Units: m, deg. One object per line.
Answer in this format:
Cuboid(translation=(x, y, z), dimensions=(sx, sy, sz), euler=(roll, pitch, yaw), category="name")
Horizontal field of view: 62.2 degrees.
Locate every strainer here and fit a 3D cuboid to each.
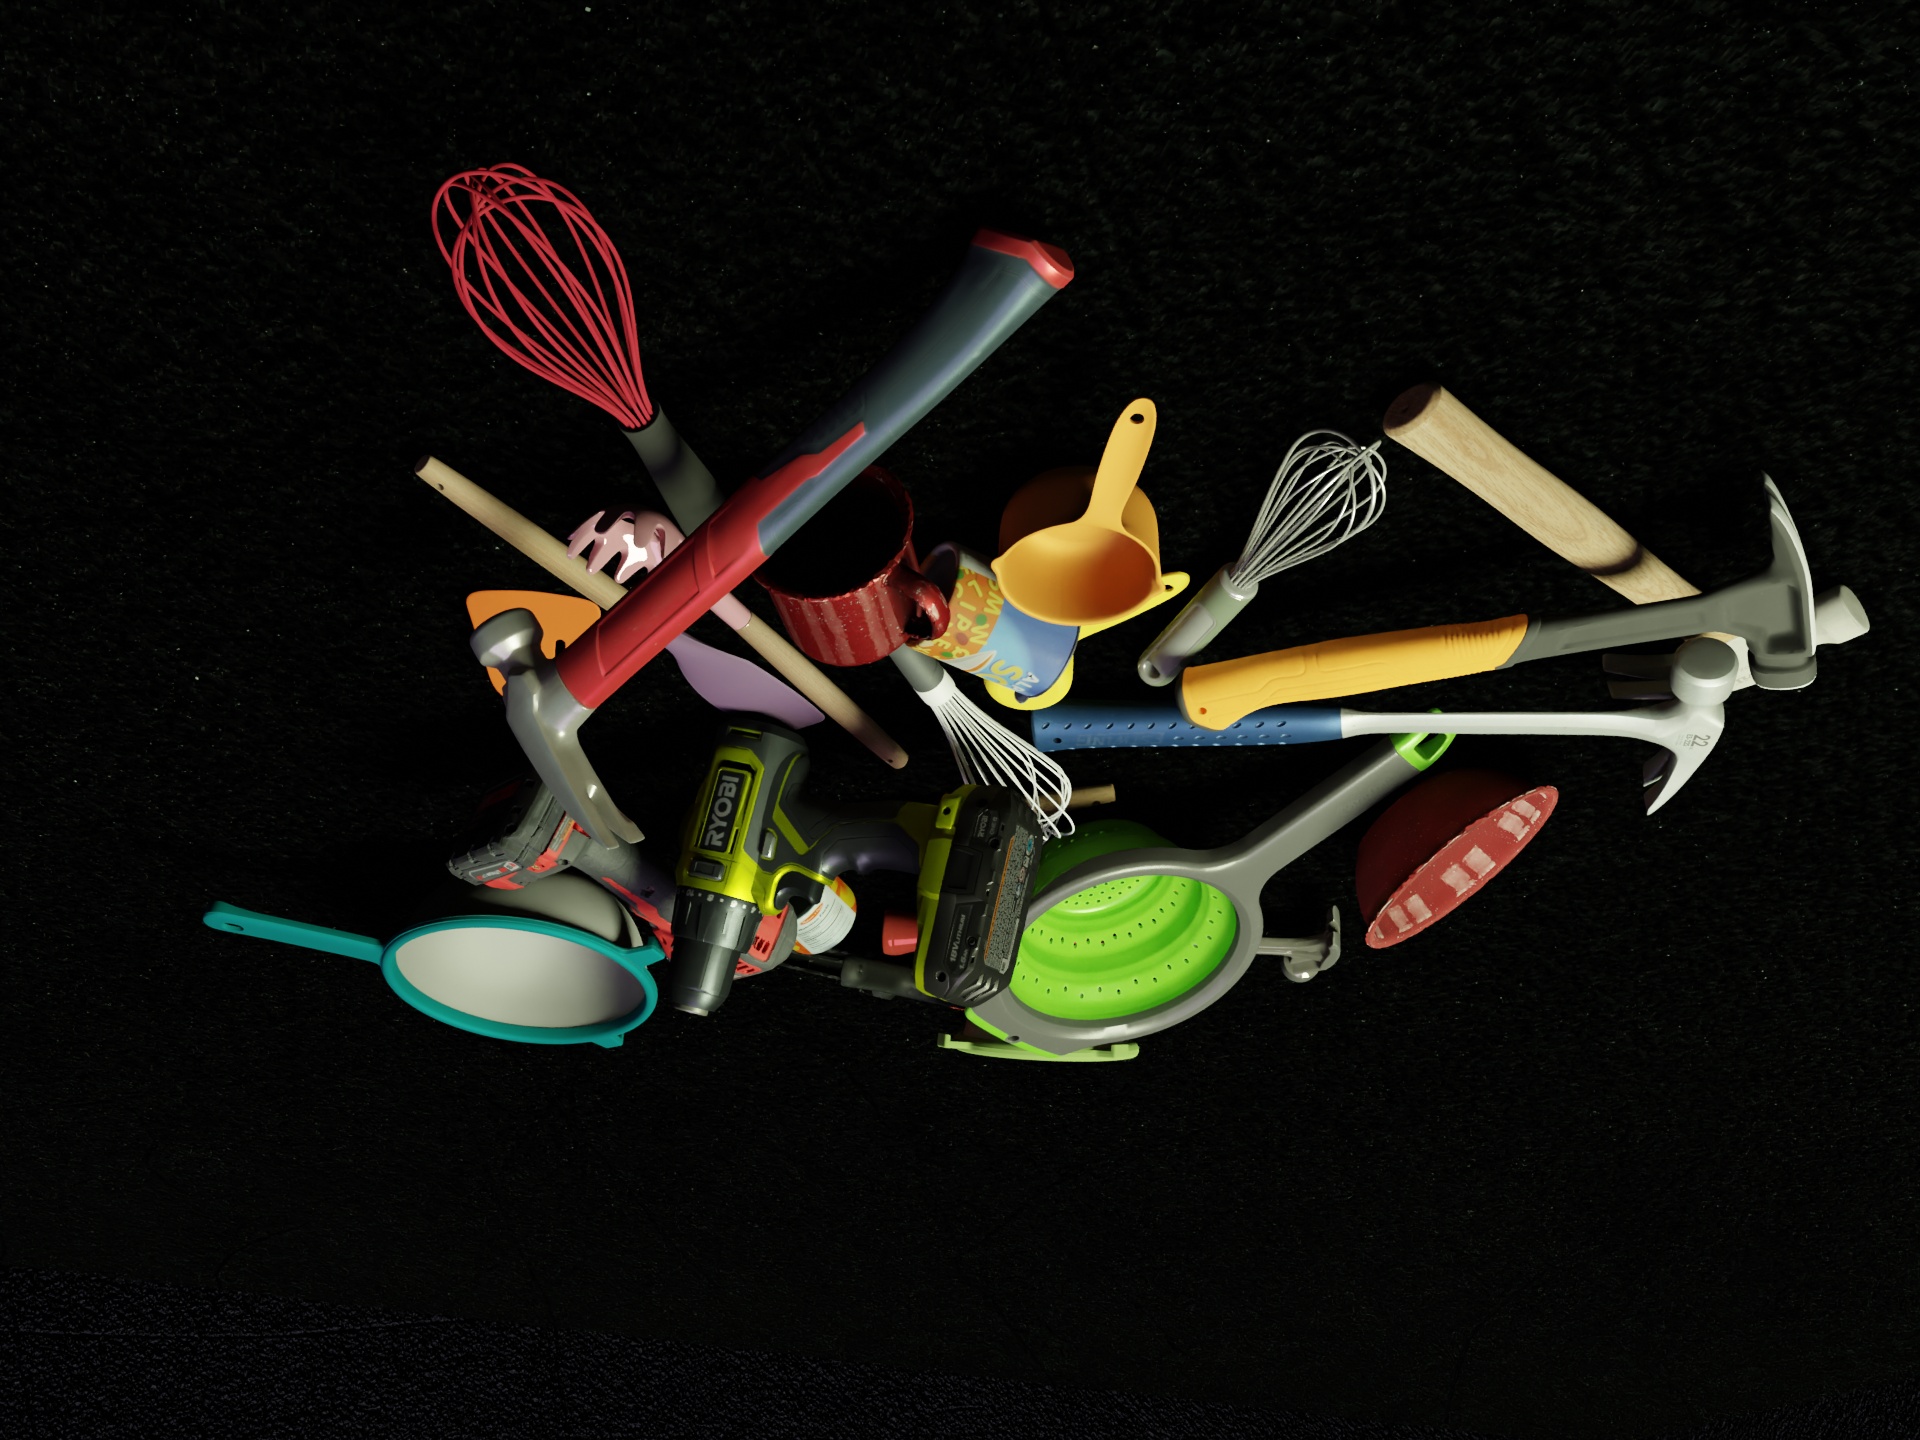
Cuboid(translation=(0.083, 0.241, 1.340), dimensions=(0.151, 0.069, 0.256), euler=(1, 175, 14), category="strainer")
Cuboid(translation=(-0.401, 0.156, 1.246), dimensions=(0.340, 0.095, 0.211), euler=(15, 143, -14), category="strainer")

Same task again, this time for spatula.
Cuboid(translation=(-0.199, -0.066, 0.960), dimensions=(0.060, 0.018, 0.315), euler=(-17, 143, 32), category="spatula")
Cuboid(translation=(-0.273, 0.017, 1.090), dimensions=(0.081, 0.041, 0.322), euler=(4, 151, -4), category="spatula")

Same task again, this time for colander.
Cuboid(translation=(0.167, 0.091, 1.126), dimensions=(0.397, 0.095, 0.204), euler=(-39, 130, 22), category="colander")

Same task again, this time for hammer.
Cuboid(translation=(0.278, -0.045, 0.873), dimensions=(0.337, 0.034, 0.127), euler=(-10, 132, 25), category="hammer")
Cuboid(translation=(0.116, 0.173, 1.265), dimensions=(0.359, 0.037, 0.149), euler=(2, 160, 5), category="hammer")
Cuboid(translation=(-0.089, -0.089, 0.782), dimensions=(0.386, 0.143, 0.038), euler=(-37, 170, 25), category="hammer")
Cuboid(translation=(0.246, 0.005, 0.980), dimensions=(0.405, 0.035, 0.143), euler=(0, 146, 15), category="hammer")
Cuboid(translation=(0.348, -0.092, 0.866), dimensions=(0.331, 0.031, 0.130), euler=(25, 140, -30), category="hammer")

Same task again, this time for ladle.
Cuboid(translation=(-0.049, 0.069, 1.144), dimensions=(0.320, 0.062, 0.078), euler=(-10, 145, 8), category="ladle")

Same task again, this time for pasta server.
Cuboid(translation=(-0.120, -0.041, 0.974), dimensions=(0.060, 0.040, 0.315), euler=(-4, 149, 32), category="pasta server")

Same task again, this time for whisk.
Cuboid(translation=(-0.167, -0.162, 0.781), dimensions=(0.073, 0.073, 0.295), euler=(-6, 152, 13), category="whisk")
Cuboid(translation=(-0.001, -0.004, 1.010), dimensions=(0.070, 0.070, 0.284), euler=(-14, 138, 24), category="whisk")
Cuboid(translation=(0.159, -0.081, 0.885), dimensions=(0.058, 0.059, 0.246), euler=(48, 147, 7), category="whisk")

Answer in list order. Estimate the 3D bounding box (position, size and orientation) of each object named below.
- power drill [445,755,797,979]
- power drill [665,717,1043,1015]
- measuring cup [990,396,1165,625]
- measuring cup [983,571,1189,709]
Cuboid(translation=(-0.233, 0.115, 1.107), dimensions=(0.219, 0.079, 0.143), euler=(34, 150, -25), category="power drill")
Cuboid(translation=(-0.077, 0.108, 1.008), dimensions=(0.228, 0.191, 0.080), euler=(9, 167, 22), category="power drill")
Cuboid(translation=(0.072, -0.120, 0.827), dimensions=(0.095, 0.052, 0.173), euler=(8, 145, -7), category="measuring cup")
Cuboid(translation=(0.076, -0.047, 0.955), dimensions=(0.062, 0.029, 0.156), euler=(29, 140, -34), category="measuring cup")
